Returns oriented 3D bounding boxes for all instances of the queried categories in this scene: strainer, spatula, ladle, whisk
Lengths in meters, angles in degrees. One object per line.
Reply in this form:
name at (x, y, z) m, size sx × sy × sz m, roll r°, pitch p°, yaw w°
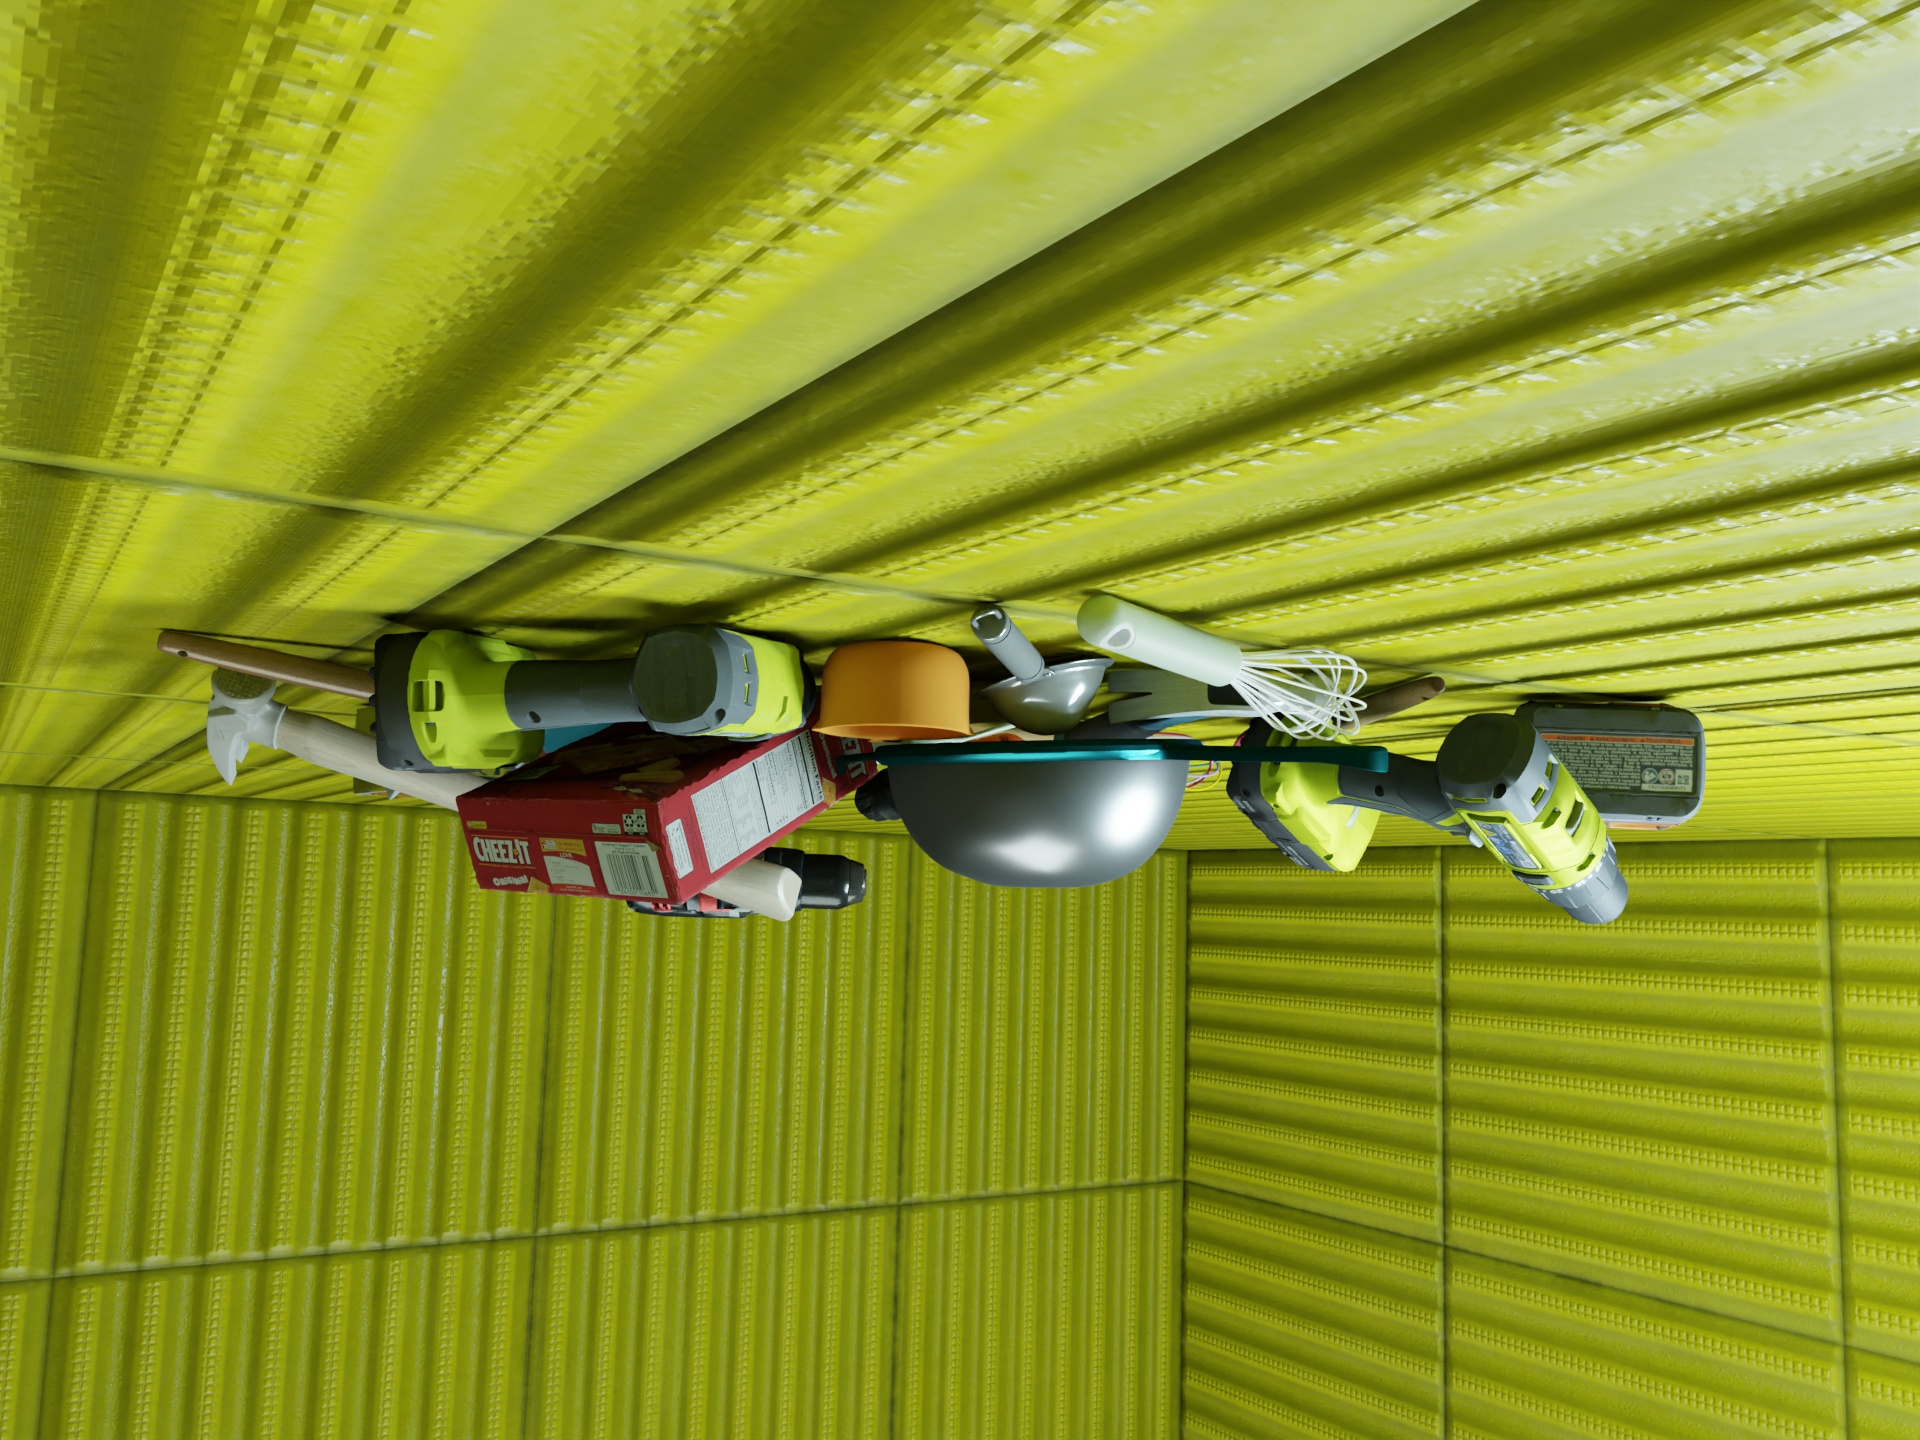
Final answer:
strainer at (0.101, 0.059, 0.978) m, size 0.340 × 0.095 × 0.211 m, roll -1°, pitch 179°, yaw 38°
spatula at (-0.348, -0.022, 1.034) m, size 0.317 × 0.044 × 0.082 m, roll 14°, pitch 137°, yaw -31°
ladle at (0.266, 0.000, 1.119) m, size 0.069 × 0.031 × 0.315 m, roll 9°, pitch 171°, yaw -7°
whisk at (0.141, -0.029, 0.833) m, size 0.246 × 0.059 × 0.057 m, roll 14°, pitch 130°, yaw -46°
whisk at (0.105, 0.026, 1.314) m, size 0.245 × 0.047 × 0.051 m, roll 7°, pitch 173°, yaw -15°
strainer at (0.037, -0.027, 0.887) m, size 0.087 × 0.050 × 0.258 m, roll -16°, pitch 167°, yaw 10°

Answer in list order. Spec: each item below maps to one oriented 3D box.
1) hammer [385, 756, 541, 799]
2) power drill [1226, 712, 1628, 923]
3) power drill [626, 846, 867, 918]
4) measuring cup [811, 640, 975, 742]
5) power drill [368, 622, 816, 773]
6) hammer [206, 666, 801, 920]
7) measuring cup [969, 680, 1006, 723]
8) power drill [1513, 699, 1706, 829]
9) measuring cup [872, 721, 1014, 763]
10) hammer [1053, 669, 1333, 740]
hammer at (-0.318, 0.058, 1.310) m, size 0.149 × 0.036 × 0.408 m, roll -20°, pitch 163°, yaw 5°
power drill at (0.308, 0.062, 1.038) m, size 0.229 × 0.080 × 0.190 m, roll 7°, pitch 152°, yaw 50°
power drill at (-0.171, 0.090, 1.320) m, size 0.188 × 0.080 × 0.227 m, roll 2°, pitch -155°, yaw -4°
measuring cup at (-0.042, -0.014, 0.966) m, size 0.095 × 0.052 × 0.173 m, roll 2°, pitch 176°, yaw -6°
power drill at (-0.202, -0.014, 0.908) m, size 0.223 × 0.080 × 0.171 m, roll -3°, pitch 177°, yaw 15°
hammer at (-0.311, 0.066, 1.107) m, size 0.410 × 0.038 × 0.146 m, roll 21°, pitch 147°, yaw -14°
measuring cup at (0.035, -0.016, 1.084) m, size 0.062 × 0.029 × 0.156 m, roll -3°, pitch -176°, yaw 34°
power drill at (0.431, 0.033, 1.138) m, size 0.164 × 0.084 × 0.226 m, roll 2°, pitch 177°, yaw 14°
measuring cup at (-0.002, -0.004, 1.160) m, size 0.167 × 0.038 × 0.083 m, roll -14°, pitch 174°, yaw -7°
hammer at (0.131, -0.001, 1.112) m, size 0.128 × 0.033 × 0.331 m, roll 2°, pitch 174°, yaw -13°
